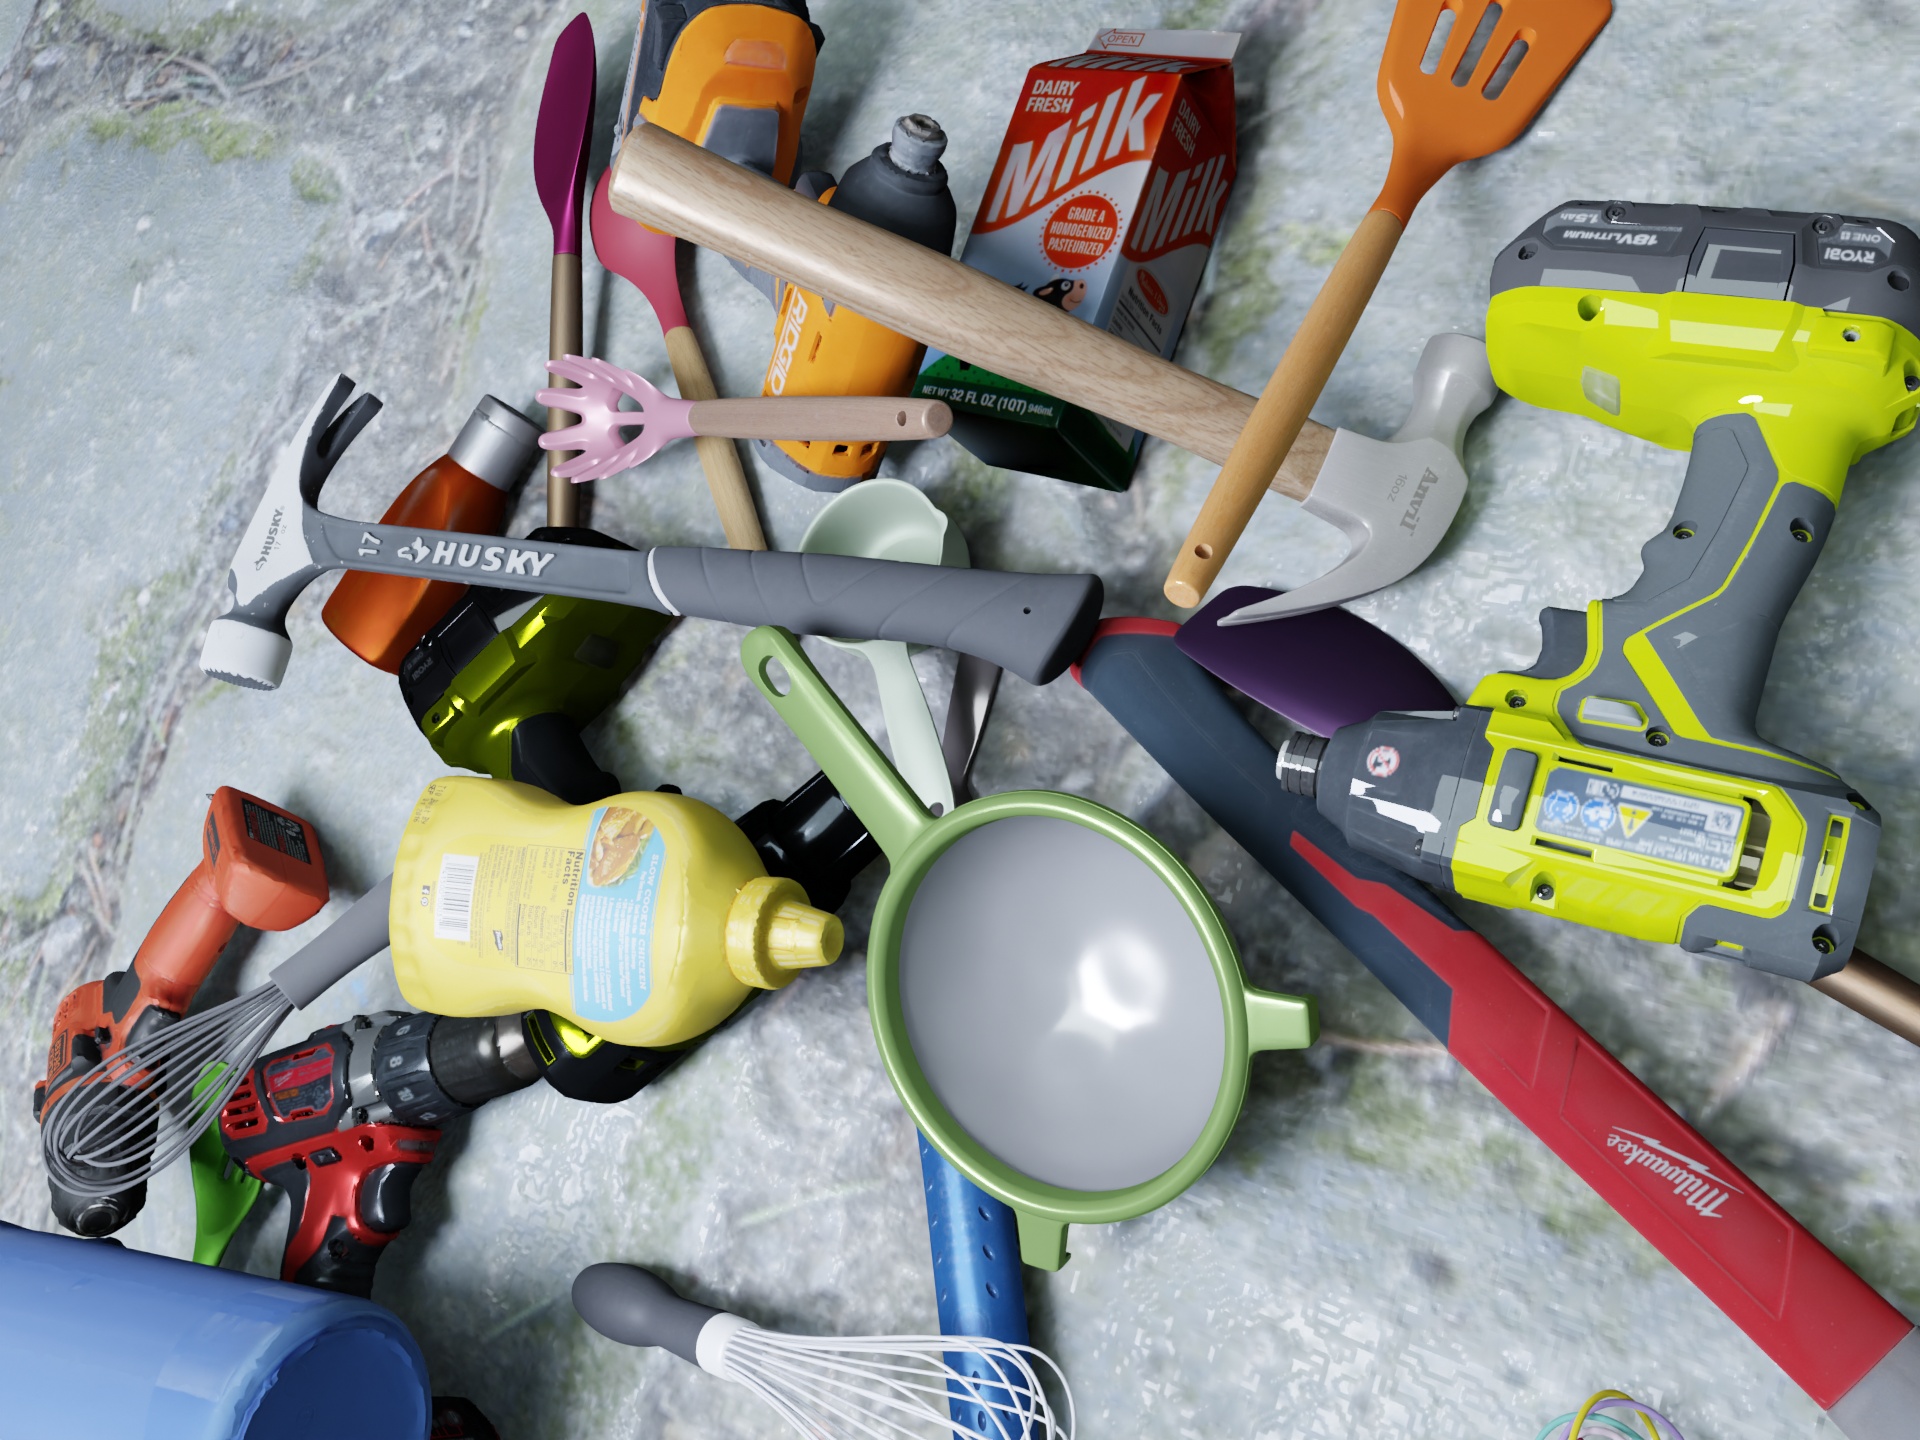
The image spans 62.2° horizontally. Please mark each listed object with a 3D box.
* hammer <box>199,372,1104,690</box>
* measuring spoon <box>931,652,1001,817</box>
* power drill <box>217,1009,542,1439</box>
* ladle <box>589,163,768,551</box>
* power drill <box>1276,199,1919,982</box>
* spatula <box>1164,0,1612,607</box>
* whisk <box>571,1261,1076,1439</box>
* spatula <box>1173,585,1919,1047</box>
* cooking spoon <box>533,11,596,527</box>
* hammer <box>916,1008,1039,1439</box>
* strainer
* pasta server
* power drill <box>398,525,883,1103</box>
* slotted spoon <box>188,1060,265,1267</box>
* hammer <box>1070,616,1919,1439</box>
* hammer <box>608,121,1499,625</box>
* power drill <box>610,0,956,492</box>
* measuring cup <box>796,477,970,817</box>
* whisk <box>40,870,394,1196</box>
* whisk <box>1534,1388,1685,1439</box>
[{"bbox_3d":[-0.138,-0.065,0.668,0.409,0.036,0.149,7,76,21],"label":"hammer"},{"bbox_3d":[-0.001,-0.002,0.664,0.034,0.018,0.124,8,79,31],"label":"measuring spoon"},{"bbox_3d":[-0.250,0.238,0.704,0.188,0.080,0.227,-20,64,23],"label":"power drill"},{"bbox_3d":[-0.132,-0.168,0.782,0.069,0.031,0.316,-32,64,26],"label":"ladle"},{"bbox_3d":[0.208,-0.046,0.506,0.171,0.080,0.223,14,77,26],"label":"power drill"},{"bbox_3d":[0.143,-0.166,0.559,0.081,0.041,0.323,27,63,8],"label":"spatula"},{"bbox_3d":[-0.064,0.238,0.582,0.285,0.070,0.070,-4,73,47],"label":"whisk"},{"bbox_3d":[0.208,0.032,0.530,0.316,0.018,0.060,35,58,30],"label":"spatula"},{"bbox_3d":[-0.203,-0.214,0.820,0.069,0.017,0.319,-13,75,49],"label":"cooking spoon"},{"bbox_3d":[0.024,0.304,0.552,0.144,0.035,0.406,-17,68,25],"label":"hammer"},{"bbox_3d":[0.012,0.057,0.584,0.256,0.069,0.151,50,120,20],"label":"strainer"},{"bbox_3d":[-0.103,-0.127,0.669,0.316,0.040,0.060,15,110,54],"label":"pasta server"},{"bbox_3d":[-0.140,0.025,0.702,0.190,0.080,0.229,-41,63,13],"label":"power drill"},{"bbox_3d":[-0.386,0.326,0.783,0.070,0.031,0.314,4,80,37],"label":"slotted spoon"},{"bbox_3d":[0.152,0.098,0.518,0.143,0.038,0.387,-37,56,-10],"label":"hammer"},{"bbox_3d":[0.026,-0.137,0.585,0.331,0.031,0.130,24,85,1],"label":"hammer"},{"bbox_3d":[-0.074,-0.234,0.698,0.227,0.084,0.164,60,143,30],"label":"power drill"},{"bbox_3d":[-0.020,-0.023,0.668,0.083,0.038,0.168,-26,65,22],"label":"measuring cup"},{"bbox_3d":[-0.309,0.126,0.733,0.055,0.055,0.239,34,63,32],"label":"whisk"},{"bbox_3d":[0.199,0.319,0.446,0.051,0.047,0.245,-12,74,25],"label":"whisk"}]
